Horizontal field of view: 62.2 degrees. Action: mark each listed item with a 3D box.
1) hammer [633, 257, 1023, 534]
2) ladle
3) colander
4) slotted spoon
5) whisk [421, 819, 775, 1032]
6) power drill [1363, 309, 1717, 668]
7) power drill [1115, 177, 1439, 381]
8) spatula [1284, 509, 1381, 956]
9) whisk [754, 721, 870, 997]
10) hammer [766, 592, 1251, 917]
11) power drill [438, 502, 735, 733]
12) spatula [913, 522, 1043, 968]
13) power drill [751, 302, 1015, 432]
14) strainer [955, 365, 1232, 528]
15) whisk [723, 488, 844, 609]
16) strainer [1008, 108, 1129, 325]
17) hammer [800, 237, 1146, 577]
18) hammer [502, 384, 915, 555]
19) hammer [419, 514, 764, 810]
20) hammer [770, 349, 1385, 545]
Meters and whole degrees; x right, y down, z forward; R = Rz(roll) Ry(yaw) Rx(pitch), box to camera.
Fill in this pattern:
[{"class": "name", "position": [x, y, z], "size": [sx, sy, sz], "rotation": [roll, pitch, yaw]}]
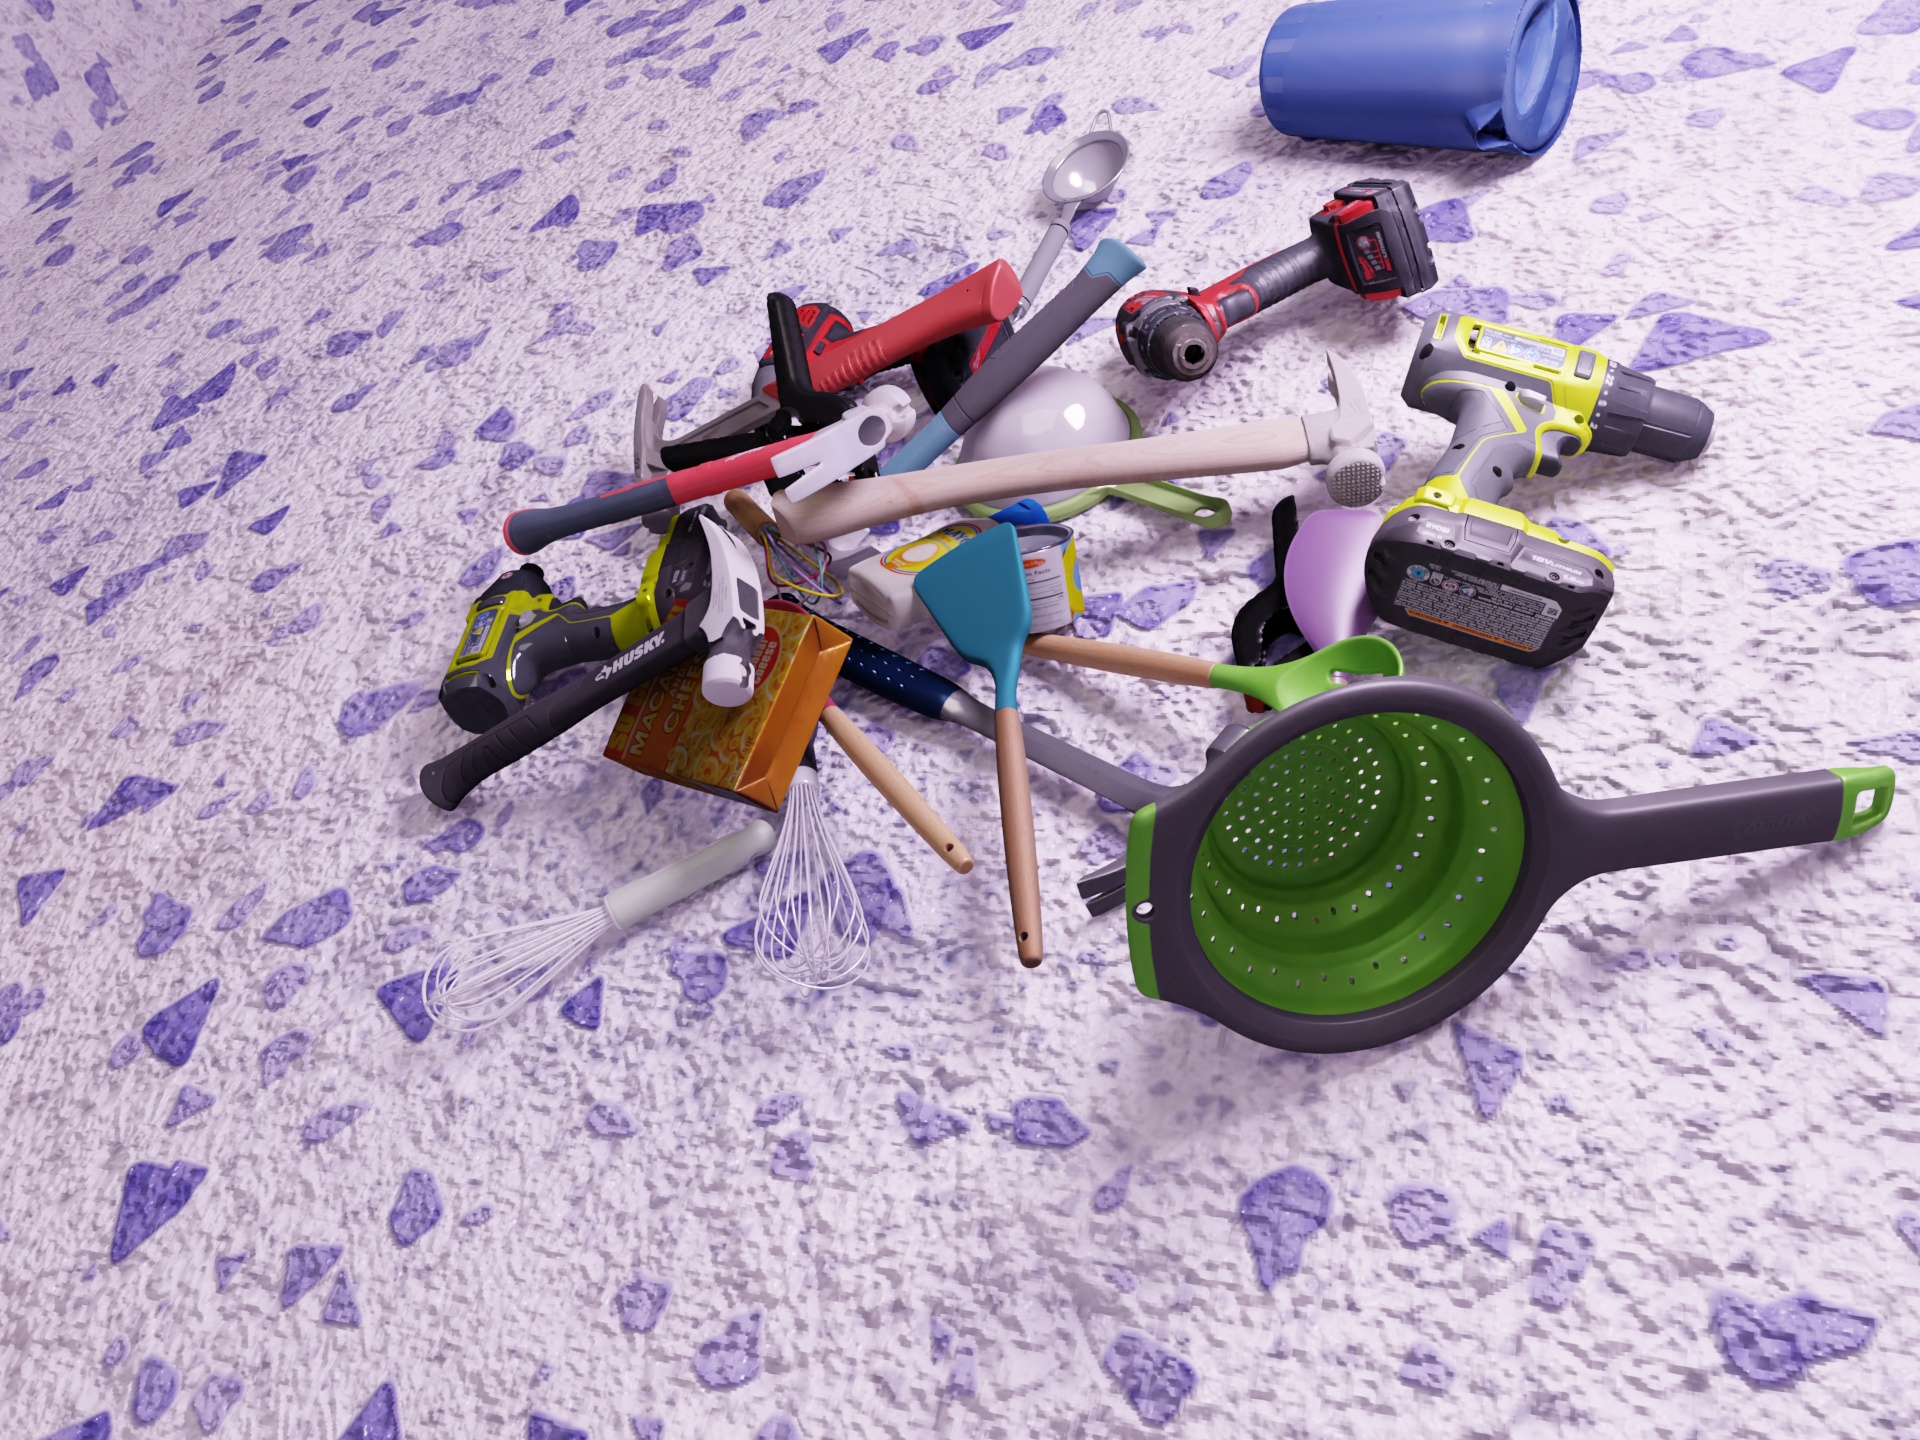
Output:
[{"class": "hammer", "position": [-0.115, -0.278, 1.266], "size": [0.359, 0.036, 0.149], "rotation": [-22, 56, 24]}, {"class": "ladle", "position": [-0.072, 0.008, 1.019], "size": [0.069, 0.031, 0.316], "rotation": [-43, 43, -2]}, {"class": "colander", "position": [0.268, 0.048, 0.811], "size": [0.397, 0.204, 0.095], "rotation": [-7, 25, -6]}, {"class": "slotted spoon", "position": [0.139, -0.033, 0.982], "size": [0.314, 0.031, 0.070], "rotation": [12, 72, 47]}, {"class": "whisk", "position": [-0.231, 0.127, 1.023], "size": [0.246, 0.057, 0.059], "rotation": [-27, 78, -8]}, {"class": "power drill", "position": [0.354, -0.147, 0.975], "size": [0.190, 0.080, 0.229], "rotation": [19, 57, 11]}, {"class": "power drill", "position": [0.227, -0.314, 1.168], "size": [0.226, 0.080, 0.188], "rotation": [-23, 20, 5]}, {"class": "spatula", "position": [0.216, -0.001, 0.929], "size": [0.060, 0.018, 0.316], "rotation": [1, 58, 14]}, {"class": "whisk", "position": [-0.099, 0.064, 1.018], "size": [0.070, 0.070, 0.285], "rotation": [-19, 39, 7]}, {"class": "hammer", "position": [-0.002, -0.003, 1.046], "size": [0.406, 0.035, 0.144], "rotation": [26, 63, 39]}, {"class": "power drill", "position": [-0.279, -0.085, 1.221], "size": [0.223, 0.080, 0.171], "rotation": [-14, 40, 16]}, {"class": "spatula", "position": [0.022, 0.011, 0.964], "size": [0.082, 0.044, 0.318], "rotation": [-28, 43, 23]}, {"class": "power drill", "position": [-0.073, -0.294, 1.326], "size": [0.220, 0.078, 0.143], "rotation": [2, 50, 29]}, {"class": "strainer", "position": [0.092, -0.201, 1.165], "size": [0.151, 0.069, 0.257], "rotation": [-44, 45, -18]}, {"class": "whisk", "position": [-0.143, -0.137, 1.204], "size": [0.047, 0.051, 0.245], "rotation": [-19, 29, -15]}, {"class": "strainer", "position": [0.091, -0.440, 1.412], "size": [0.087, 0.050, 0.258], "rotation": [5, 57, 36]}, {"class": "hammer", "position": [0.003, -0.230, 1.173], "size": [0.331, 0.033, 0.128], "rotation": [-42, 45, 18]}, {"class": "hammer", "position": [-0.218, -0.164, 1.167], "size": [0.386, 0.038, 0.143], "rotation": [-8, 23, 37]}, {"class": "hammer", "position": [-0.263, -0.019, 1.098], "size": [0.335, 0.035, 0.146], "rotation": [-26, 50, 31]}, {"class": "hammer", "position": [0.073, -0.178, 1.096], "size": [0.410, 0.038, 0.146], "rotation": [-7, 42, 8]}]
